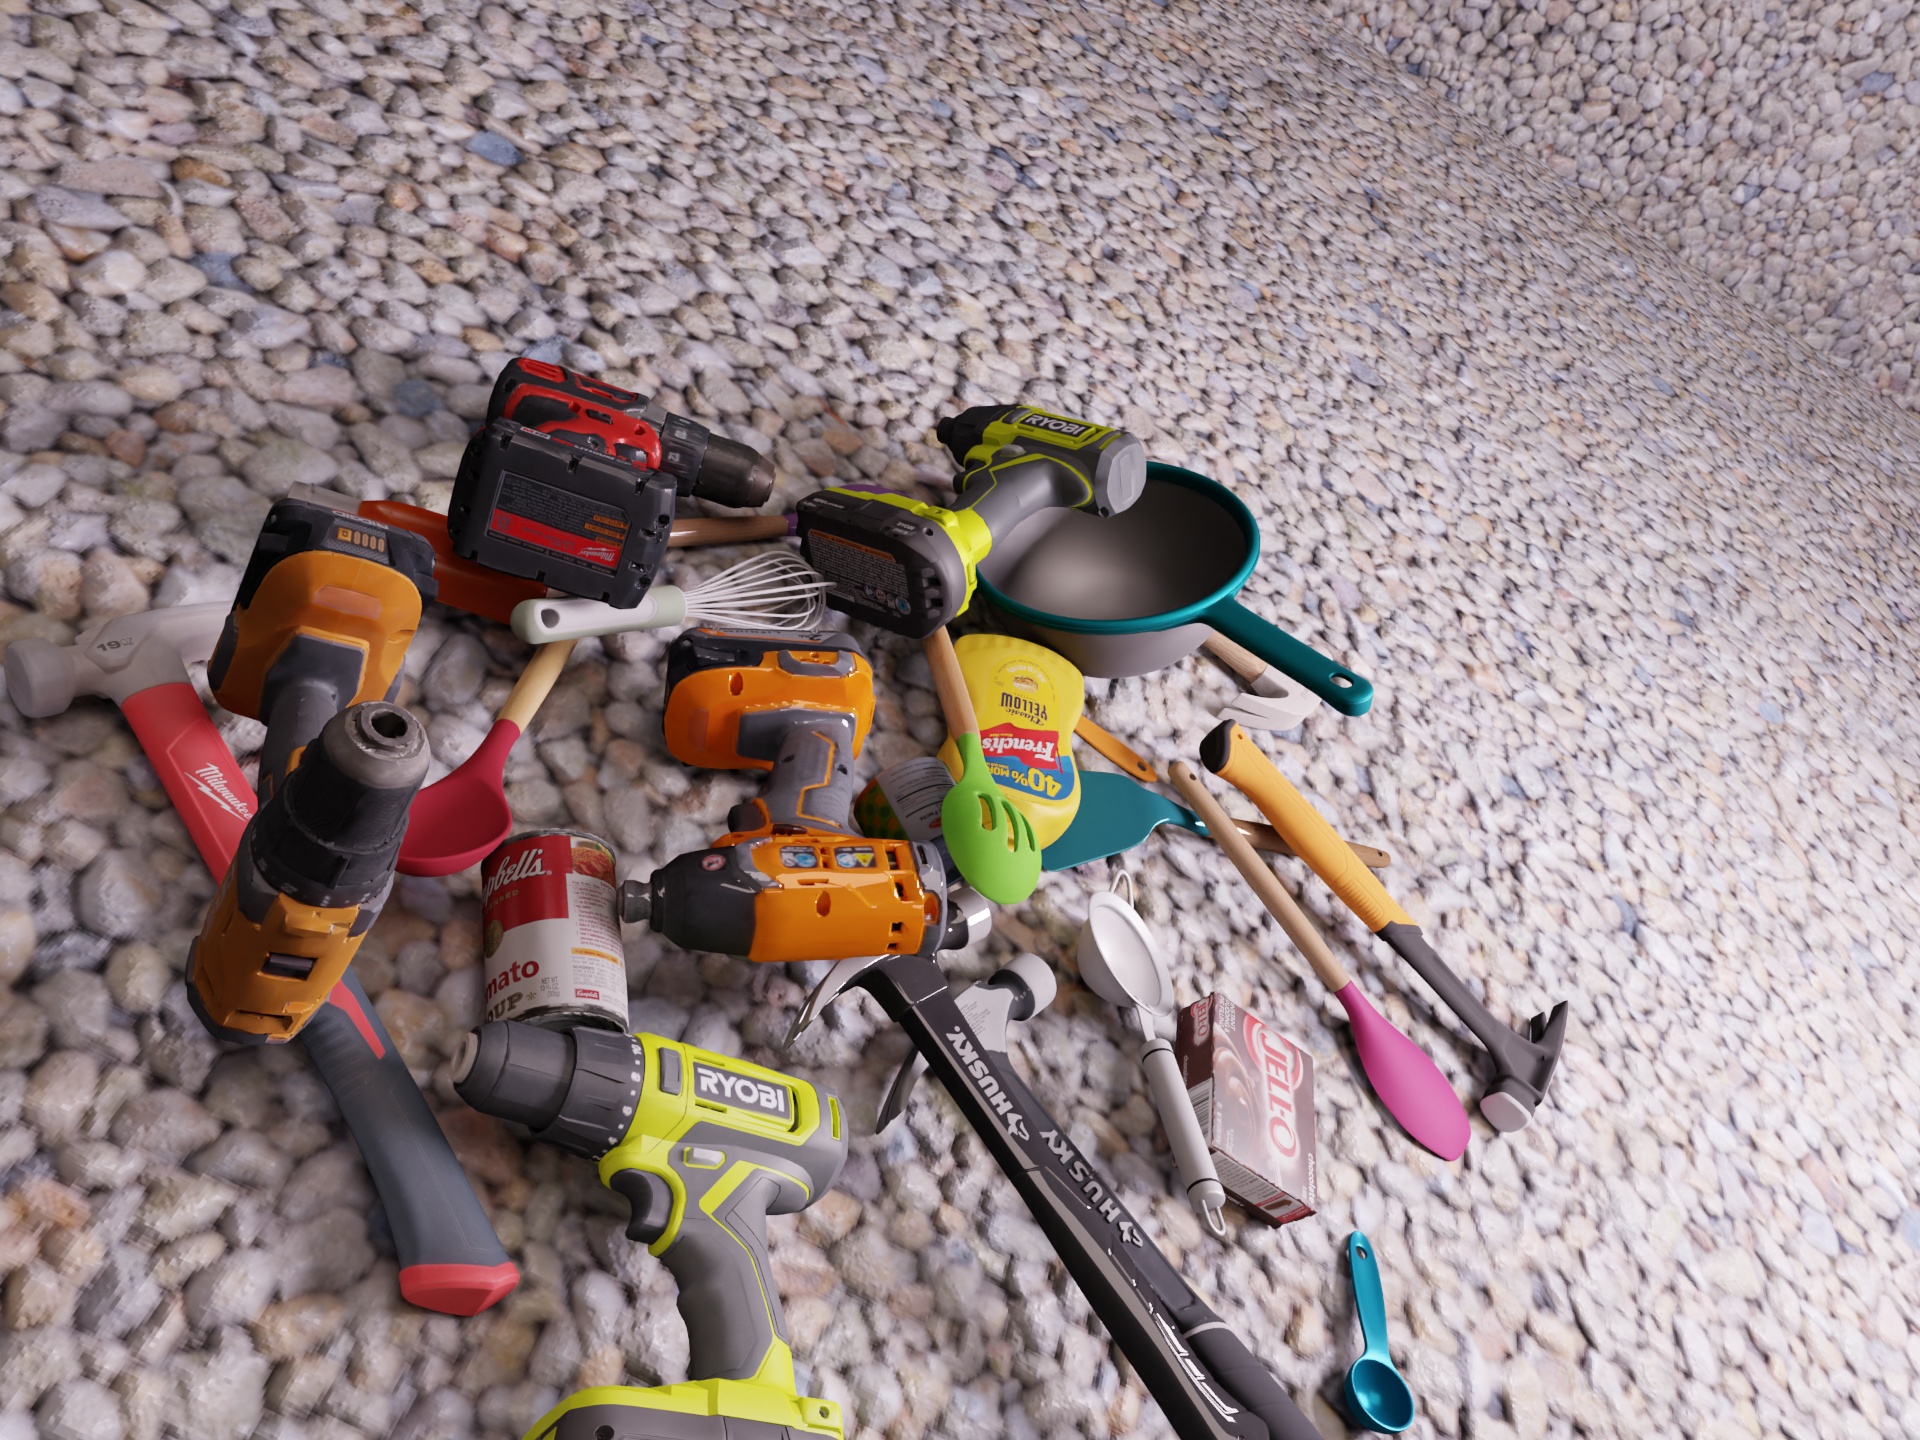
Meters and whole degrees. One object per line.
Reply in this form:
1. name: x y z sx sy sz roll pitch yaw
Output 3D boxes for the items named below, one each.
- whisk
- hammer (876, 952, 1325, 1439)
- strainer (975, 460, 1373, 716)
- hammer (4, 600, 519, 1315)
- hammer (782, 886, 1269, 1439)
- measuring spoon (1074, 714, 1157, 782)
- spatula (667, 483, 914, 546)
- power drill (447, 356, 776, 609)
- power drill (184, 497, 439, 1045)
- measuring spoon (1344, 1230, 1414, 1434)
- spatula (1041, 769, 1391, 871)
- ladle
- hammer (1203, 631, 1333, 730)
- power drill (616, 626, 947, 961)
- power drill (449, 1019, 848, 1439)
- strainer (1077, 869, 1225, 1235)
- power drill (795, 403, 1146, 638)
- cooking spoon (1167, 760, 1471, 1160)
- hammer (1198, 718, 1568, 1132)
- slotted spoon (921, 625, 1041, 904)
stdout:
1. whisk: -0.169 -0.071 0.971 0.246 0.059 0.058 -13 90 -50
2. hammer: 0.116 0.315 0.853 0.149 0.036 0.409 -27 71 -45
3. strainer: 0.149 -0.066 1.114 0.211 0.095 0.341 -30 47 -26
4. hammer: -0.303 0.099 0.756 0.143 0.038 0.386 -19 65 -45
5. hammer: 0.042 0.245 0.816 0.146 0.035 0.335 -21 68 -43
6. measuring spoon: 0.095 0.006 1.135 0.117 0.011 0.021 37 41 -1
7. spatula: -0.144 -0.134 1.091 0.316 0.018 0.060 -11 64 -42
8. power drill: -0.207 -0.149 0.972 0.187 0.080 0.227 17 22 -13
9. power drill: -0.278 0.001 0.697 0.084 0.185 0.226 16 41 -31
10. measuring spoon: 0.233 0.353 0.918 0.042 0.021 0.129 26 33 -12
11. spatula: 0.185 0.082 1.122 0.317 0.044 0.082 12 46 -32
12. ladle: -0.243 -0.011 0.879 0.069 0.031 0.316 9 35 2
13. hammer: 0.147 -0.108 1.260 0.331 0.031 0.130 38 41 1
14. power drill: -0.109 0.041 0.867 0.164 0.084 0.227 1 37 -17
15. power drill: -0.133 0.236 0.691 0.190 0.080 0.229 24 33 -29
16. strainer: 0.110 0.189 0.926 0.086 0.050 0.259 39 21 -34
17. power drill: -0.002 -0.153 1.106 0.171 0.080 0.223 22 44 35
18. cooking spoon: 0.240 0.157 1.067 0.319 0.017 0.069 53 43 5
19. hammer: 0.295 0.127 1.119 0.337 0.034 0.127 47 42 1
20. slotted spoon: -0.002 -0.003 0.988 0.070 0.031 0.314 25 27 -28
